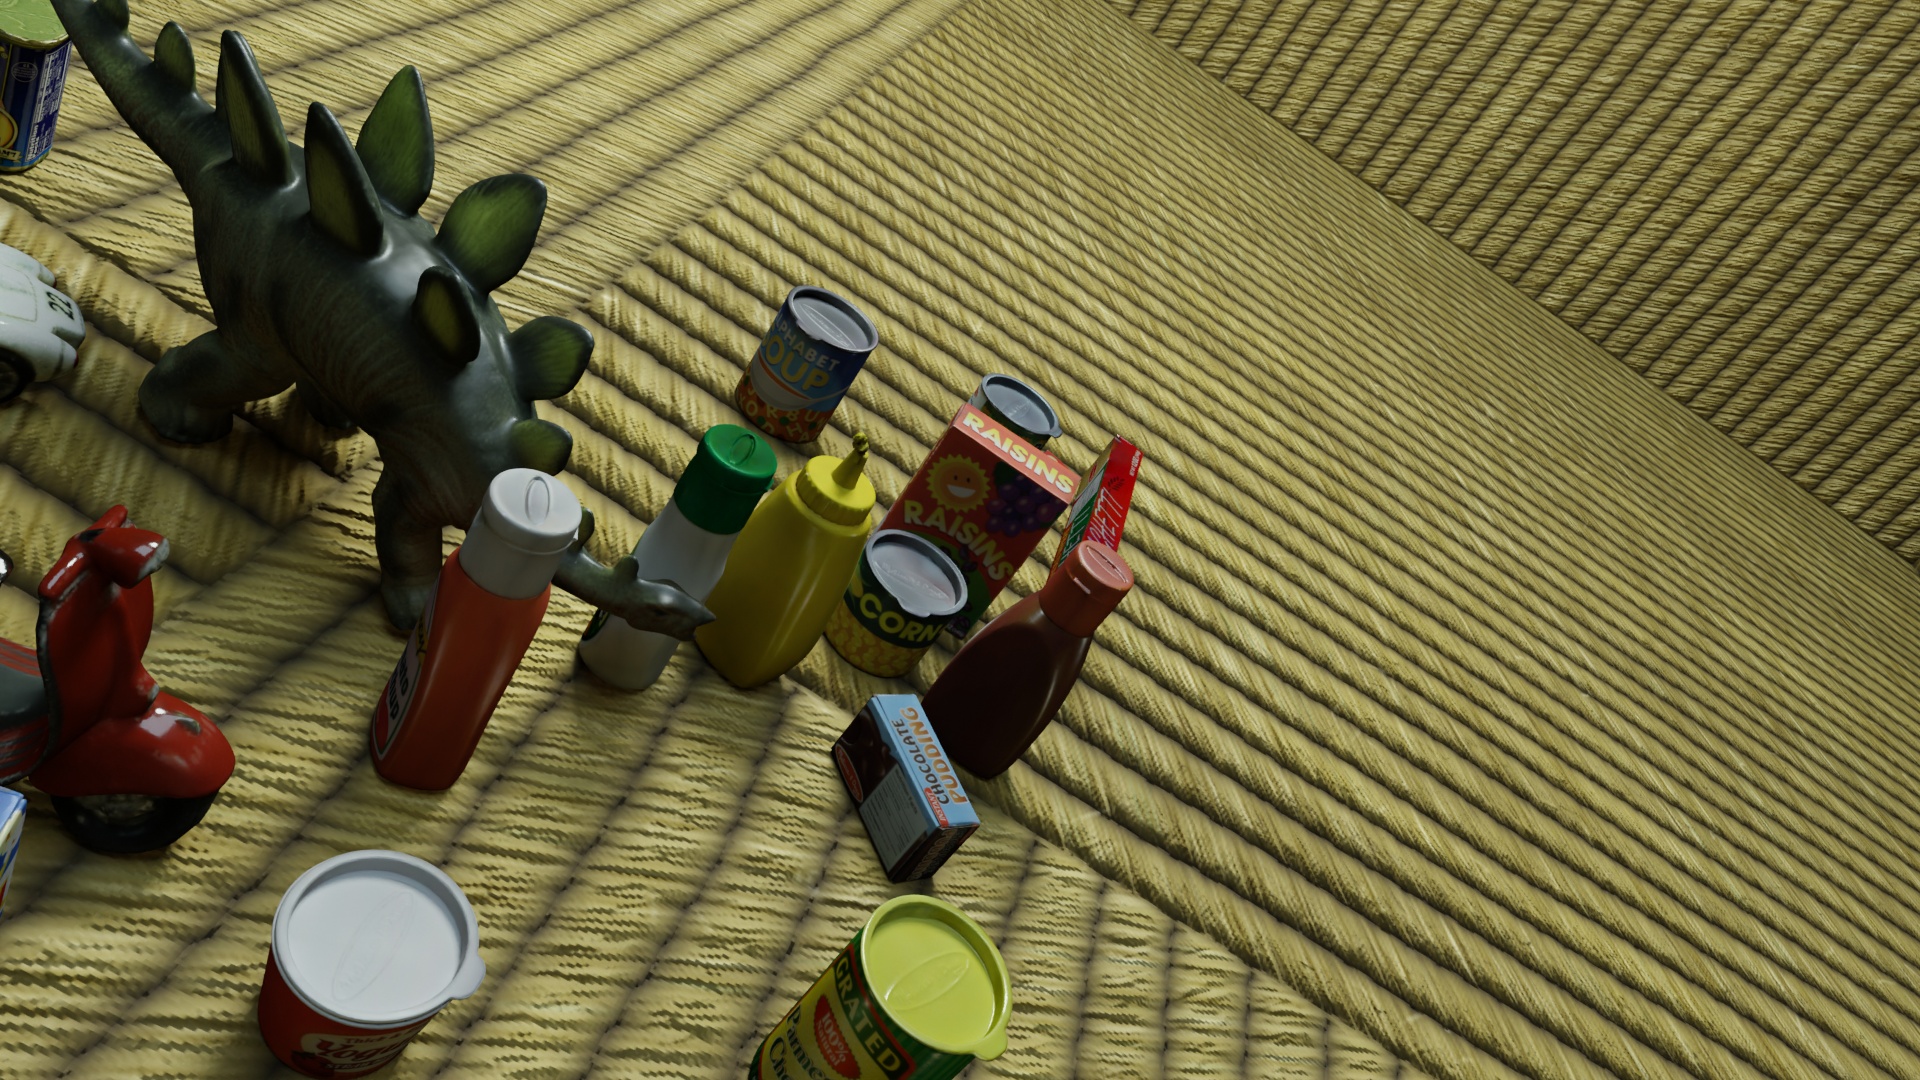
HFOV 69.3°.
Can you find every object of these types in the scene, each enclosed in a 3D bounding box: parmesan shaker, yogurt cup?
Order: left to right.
[{"bbox_3d":[-0.212,0.152,0.490,0.072,0.053,0.073,25,33,-18],"label":"yogurt cup"},{"bbox_3d":[-0.033,0.200,0.553,0.071,0.102,0.072,25,33,-18],"label":"parmesan shaker"}]

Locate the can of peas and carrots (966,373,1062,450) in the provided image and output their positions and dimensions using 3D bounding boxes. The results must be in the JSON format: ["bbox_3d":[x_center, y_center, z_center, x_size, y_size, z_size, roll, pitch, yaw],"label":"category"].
[{"bbox_3d":[0.032,-0.079,1.027,0.071,0.058,0.071,25,33,-18],"label":"can of peas and carrots"}]

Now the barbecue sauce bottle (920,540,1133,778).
[{"bbox_3d":[0.038,0.063,0.759,0.065,0.147,0.044,44,32,13],"label":"barbecue sauce bottle"}]

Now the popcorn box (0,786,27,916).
[{"bbox_3d":[-0.311,0.137,0.383,0.038,0.084,0.127,23,34,-21],"label":"popcorn box"}]

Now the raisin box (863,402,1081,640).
[{"bbox_3d":[0.003,-0.011,0.846,0.086,0.122,0.040,34,31,-4],"label":"raisin box"}]

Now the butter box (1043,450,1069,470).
[{"bbox_3d":[0.033,-0.026,0.963,0.024,0.053,0.104,43,32,11],"label":"butter box"}]

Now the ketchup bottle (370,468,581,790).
[{"bbox_3d":[-0.198,0.035,0.567,0.043,0.148,0.065,18,36,-27],"label":"ketchup bottle"}]

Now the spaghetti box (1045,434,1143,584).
[{"bbox_3d":[0.092,0.000,0.989,0.028,0.050,0.251,33,32,-5],"label":"spaghetti box"}]

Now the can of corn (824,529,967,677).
[{"bbox_3d":[-0.039,0.038,0.803,0.071,0.058,0.071,25,33,-18],"label":"can of corn"}]

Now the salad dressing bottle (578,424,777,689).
[{"bbox_3d":[-0.135,0.009,0.664,0.044,0.147,0.064,32,31,-8],"label":"salad dressing bottle"}]

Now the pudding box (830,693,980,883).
[{"bbox_3d":[-0.029,0.124,0.707,0.030,0.049,0.084,4,44,-42],"label":"pudding box"}]

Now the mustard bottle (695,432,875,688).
[{"bbox_3d":[-0.082,0.006,0.707,0.065,0.159,0.049,47,33,17],"label":"mustard bottle"}]

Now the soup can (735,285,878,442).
[{"bbox_3d":[-0.104,-0.115,0.919,0.071,0.083,0.072,25,33,-18],"label":"soup can"}]
